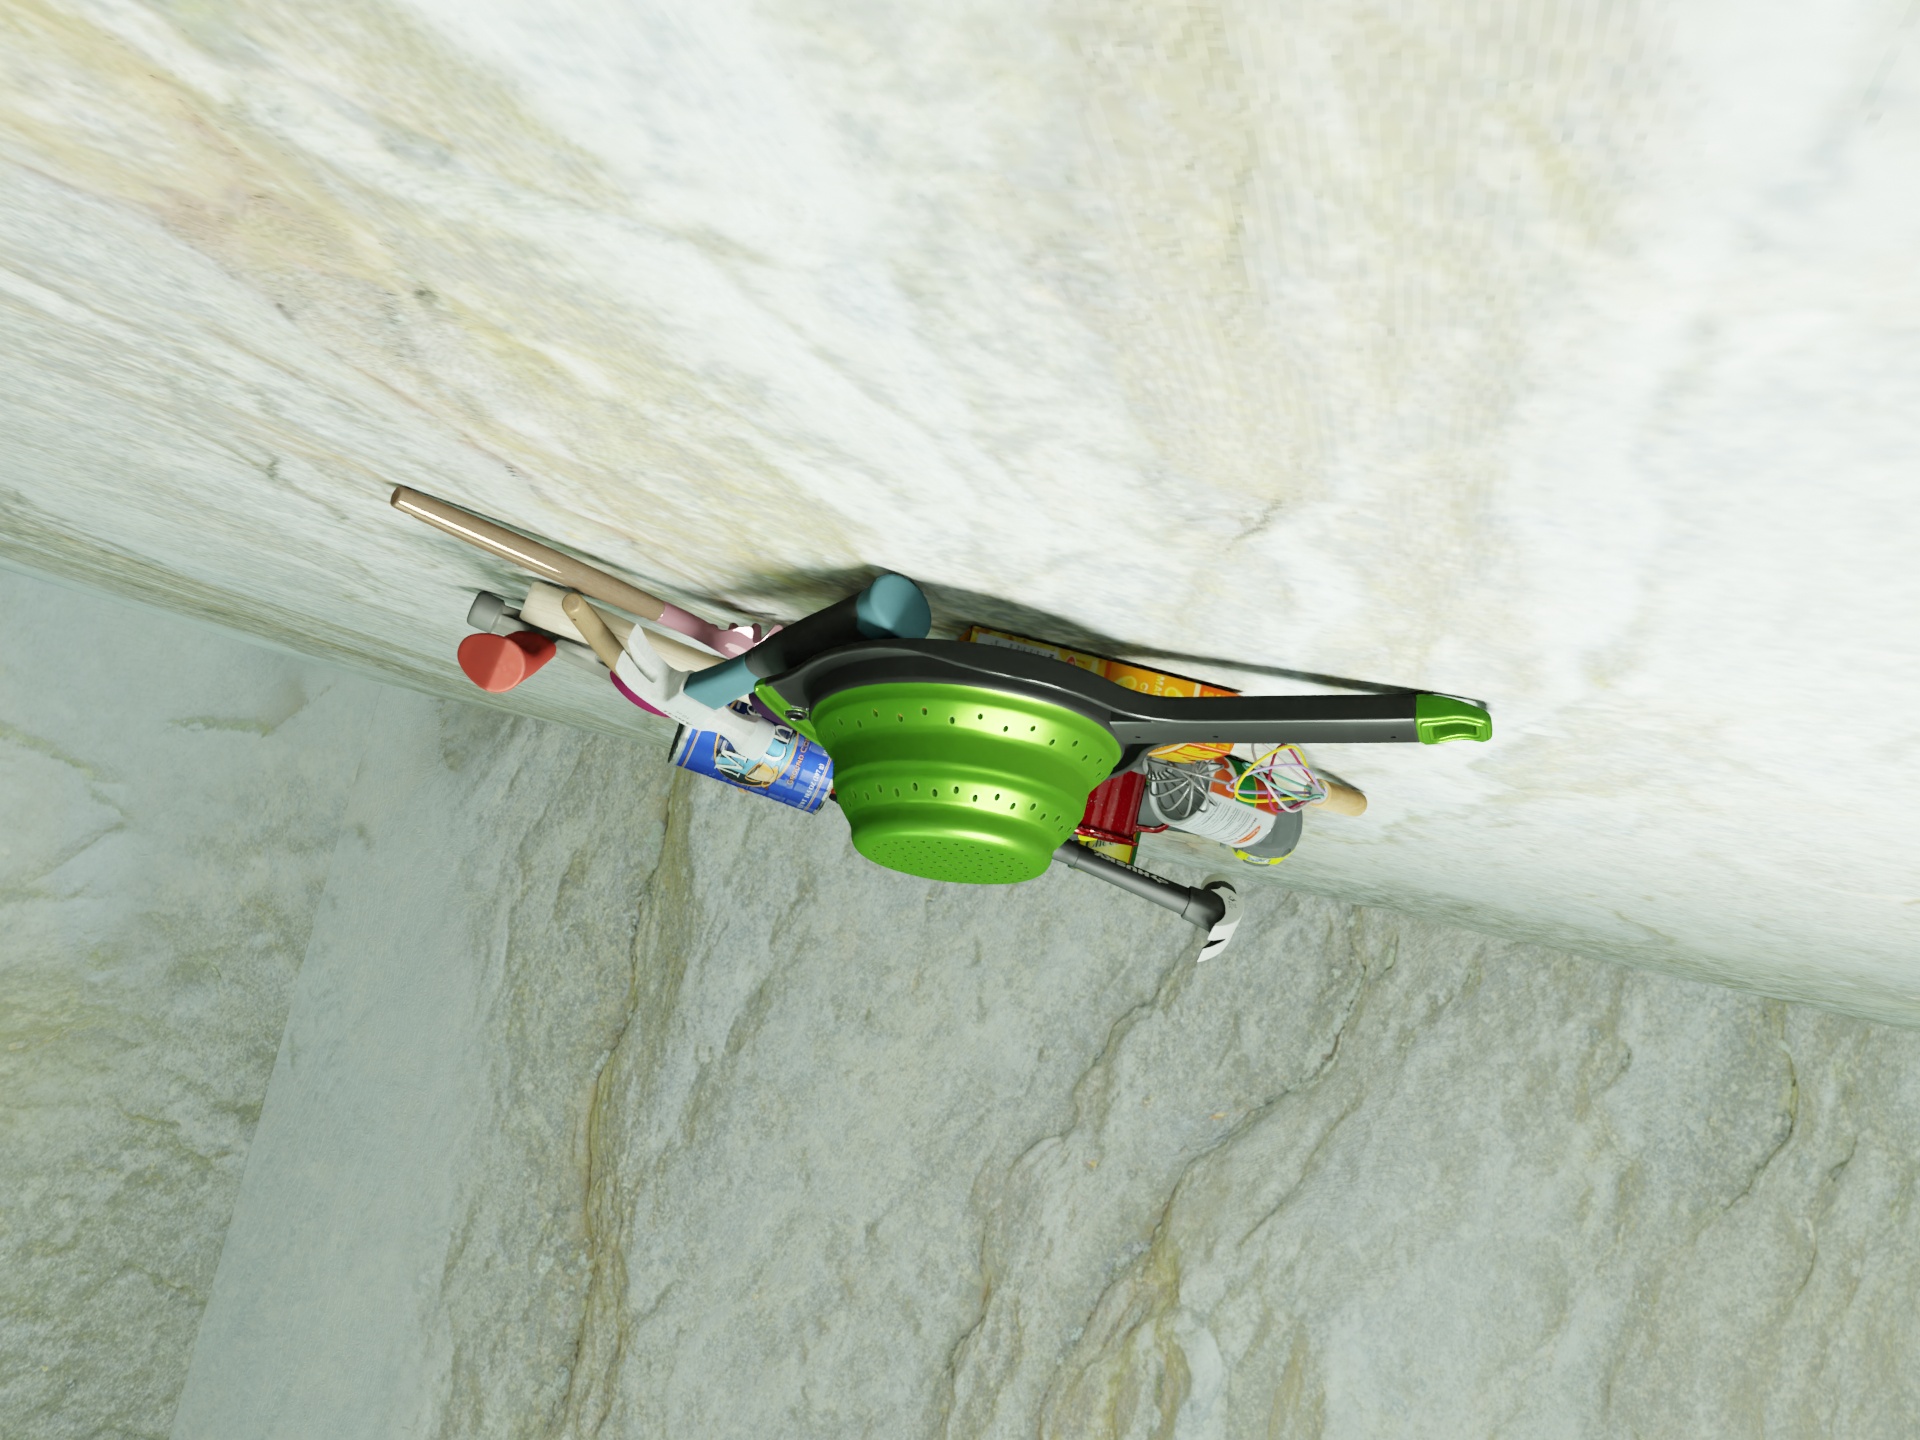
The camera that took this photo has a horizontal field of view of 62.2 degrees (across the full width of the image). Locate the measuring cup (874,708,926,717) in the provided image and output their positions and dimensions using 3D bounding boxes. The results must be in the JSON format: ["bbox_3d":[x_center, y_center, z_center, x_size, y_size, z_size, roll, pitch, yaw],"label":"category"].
[{"bbox_3d":[-0.098,-0.011,1.332,0.173,0.052,0.095,21,171,-38],"label":"measuring cup"}]

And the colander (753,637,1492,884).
[{"bbox_3d":[0.076,0.034,0.854,0.397,0.095,0.204,0,160,21],"label":"colander"}]

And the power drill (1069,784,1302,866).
[{"bbox_3d":[0.199,0.088,1.475,0.228,0.080,0.190,10,173,9],"label":"power drill"}]

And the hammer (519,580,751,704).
[{"bbox_3d":[-0.135,-0.015,1.219,0.410,0.038,0.146,22,-178,-14],"label":"hammer"}]

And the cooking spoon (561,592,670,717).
[{"bbox_3d":[-0.243,-0.040,1.141,0.069,0.017,0.318,20,168,4],"label":"cooking spoon"}]

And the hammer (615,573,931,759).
[{"bbox_3d":[-0.111,-0.035,0.957,0.128,0.033,0.331,30,158,-23],"label":"hammer"}]

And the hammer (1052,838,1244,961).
[{"bbox_3d":[0.083,0.110,1.354,0.335,0.035,0.146,23,-164,1],"label":"hammer"}]

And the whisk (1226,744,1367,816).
[{"bbox_3d":[0.257,0.049,1.160,0.051,0.047,0.244,20,-178,31],"label":"whisk"}]

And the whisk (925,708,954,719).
[{"bbox_3d":[-0.002,-0.004,1.211,0.057,0.059,0.246,27,177,-7],"label":"whisk"}]

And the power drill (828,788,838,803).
[{"bbox_3d":[-0.126,0.023,1.608,0.188,0.080,0.226,0,163,38],"label":"power drill"}]

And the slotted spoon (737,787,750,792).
[{"bbox_3d":[-0.120,0.045,1.521,0.314,0.031,0.070,-12,127,47],"label":"slotted spoon"}]

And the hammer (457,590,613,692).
[{"bbox_3d":[-0.316,-0.050,1.194,0.149,0.037,0.359,23,-178,-12],"label":"hammer"}]

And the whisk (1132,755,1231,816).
[{"bbox_3d":[0.146,0.031,1.153,0.055,0.055,0.239,14,-177,-6],"label":"whisk"}]

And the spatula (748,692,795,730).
[{"bbox_3d":[-0.092,-0.032,1.033,0.059,0.018,0.316,24,162,-11],"label":"spatula"}]

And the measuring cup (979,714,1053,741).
[{"bbox_3d":[0.064,0.013,1.085,0.167,0.038,0.083,0,-156,-43],"label":"measuring cup"}]

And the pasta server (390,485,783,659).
[{"bbox_3d":[-0.214,-0.087,1.018,0.316,0.040,0.060,24,169,-40],"label":"pasta server"}]
